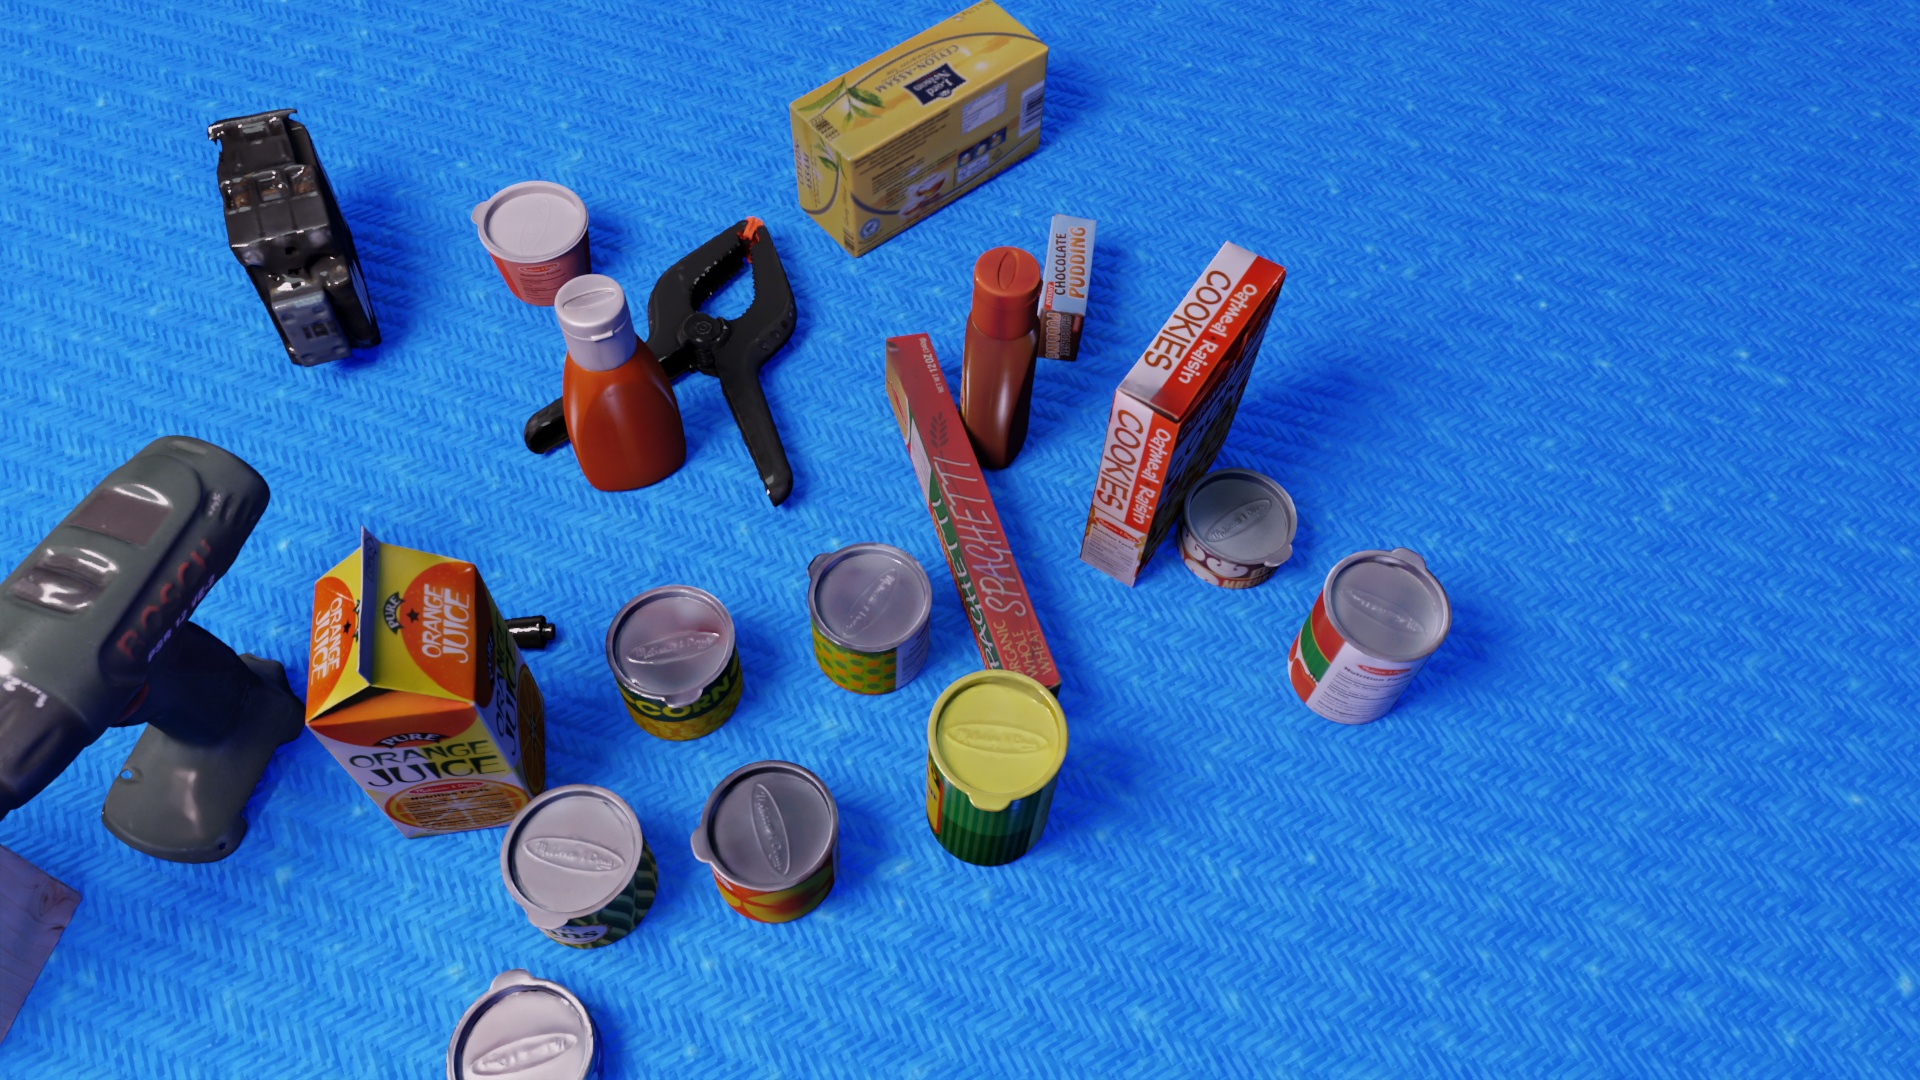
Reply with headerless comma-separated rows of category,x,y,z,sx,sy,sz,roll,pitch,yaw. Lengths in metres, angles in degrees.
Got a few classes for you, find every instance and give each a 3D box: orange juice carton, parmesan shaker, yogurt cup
orange juice carton,-0.251,0.072,0.654,0.073,0.191,0.072,-7,59,-7
parmesan shaker,0.015,0.118,0.691,0.071,0.102,0.071,1,59,-2
yogurt cup,-0.270,-0.188,0.893,0.072,0.053,0.073,1,59,-2

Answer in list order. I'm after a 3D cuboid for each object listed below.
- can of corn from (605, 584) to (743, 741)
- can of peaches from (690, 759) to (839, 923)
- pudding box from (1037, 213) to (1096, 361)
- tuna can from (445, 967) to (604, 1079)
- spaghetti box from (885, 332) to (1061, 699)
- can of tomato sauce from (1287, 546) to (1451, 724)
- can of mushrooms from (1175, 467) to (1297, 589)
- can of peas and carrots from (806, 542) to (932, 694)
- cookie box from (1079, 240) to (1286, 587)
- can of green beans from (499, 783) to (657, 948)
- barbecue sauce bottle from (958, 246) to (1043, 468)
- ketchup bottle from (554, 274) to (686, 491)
can of corn,-0.150,0.068,0.739,0.071,0.058,0.071,1,59,-2
can of peaches,-0.096,0.151,0.692,0.071,0.057,0.071,1,59,-2
pudding box,0.067,-0.164,0.898,0.030,0.049,0.084,8,59,2
tuna can,-0.202,0.239,0.647,0.071,0.032,0.071,1,59,-2
spaghetti box,0.003,-0.010,0.800,0.029,0.050,0.251,-14,60,-11
can of tomato sauce,0.220,0.052,0.754,0.071,0.082,0.071,1,59,-2
can of mushrooms,0.163,-0.005,0.815,0.071,0.033,0.071,1,59,-2
can of peas and carrots,-0.051,0.043,0.760,0.071,0.058,0.071,1,59,-2
cookie box,0.121,-0.066,0.772,0.040,0.166,0.123,29,62,14
can of green beans,-0.185,0.161,0.681,0.071,0.057,0.071,1,59,-2
barbecue sauce bottle,0.023,-0.106,0.803,0.044,0.147,0.065,11,59,4
ketchup bottle,-0.194,-0.086,0.779,0.065,0.148,0.044,-20,62,-14
